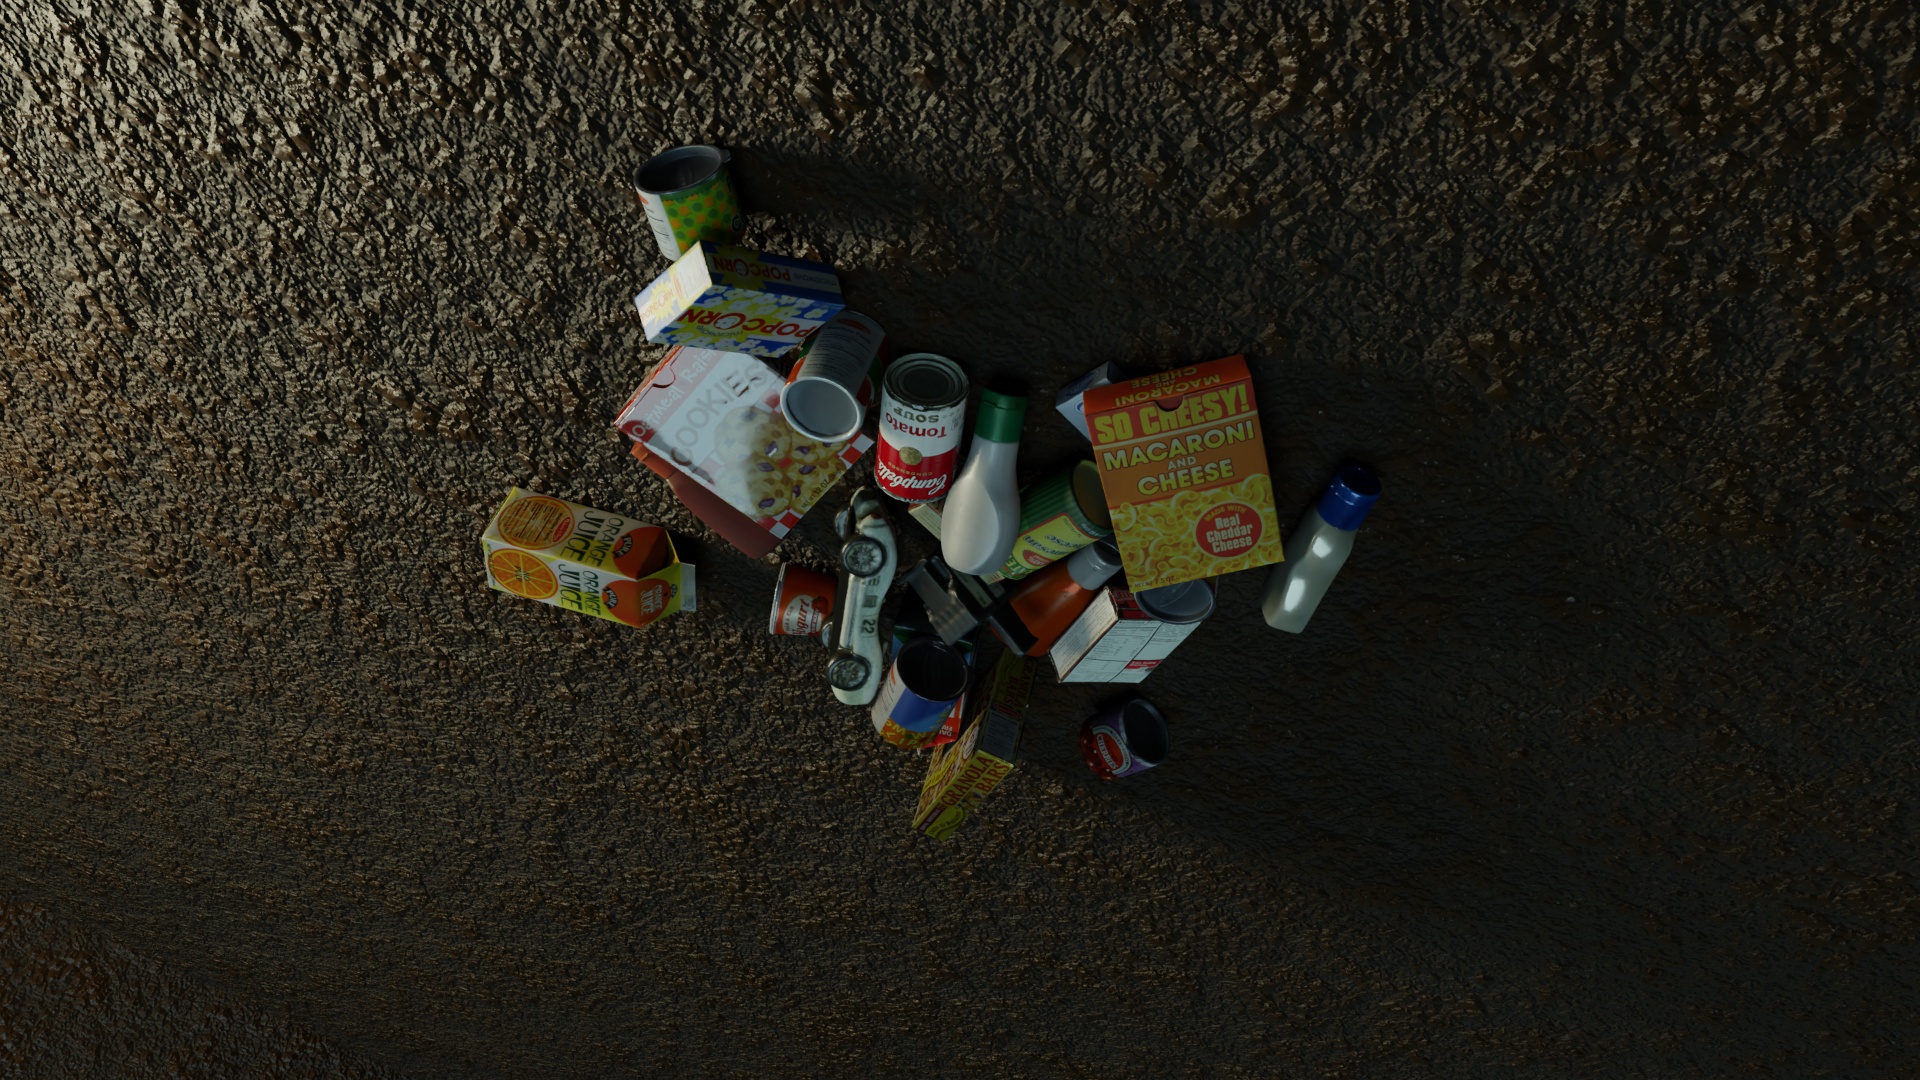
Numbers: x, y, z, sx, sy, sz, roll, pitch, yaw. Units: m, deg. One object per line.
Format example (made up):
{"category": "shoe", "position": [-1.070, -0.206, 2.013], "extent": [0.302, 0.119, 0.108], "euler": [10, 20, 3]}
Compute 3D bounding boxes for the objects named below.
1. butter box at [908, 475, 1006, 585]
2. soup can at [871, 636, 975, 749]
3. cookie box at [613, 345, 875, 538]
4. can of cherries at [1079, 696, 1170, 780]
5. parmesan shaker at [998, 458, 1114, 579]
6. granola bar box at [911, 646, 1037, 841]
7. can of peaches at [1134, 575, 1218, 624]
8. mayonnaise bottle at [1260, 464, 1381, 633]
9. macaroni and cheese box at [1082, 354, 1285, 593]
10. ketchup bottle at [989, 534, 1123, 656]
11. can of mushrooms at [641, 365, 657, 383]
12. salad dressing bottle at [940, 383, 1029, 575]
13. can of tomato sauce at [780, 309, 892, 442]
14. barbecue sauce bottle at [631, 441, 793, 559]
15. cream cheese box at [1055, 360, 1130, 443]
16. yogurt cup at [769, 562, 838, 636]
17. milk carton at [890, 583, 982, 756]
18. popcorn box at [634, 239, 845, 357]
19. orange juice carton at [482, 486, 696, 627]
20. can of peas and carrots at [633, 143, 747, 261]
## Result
{"category": "butter box", "position": [0.004, -0.015, 1.166], "extent": [0.024, 0.053, 0.103], "euler": [-26, 122, 39]}
{"category": "soup can", "position": [-0.033, 0.135, 1.217], "extent": [0.071, 0.072, 0.083], "euler": [22, 137, -5]}
{"category": "cookie box", "position": [-0.171, -0.094, 1.117], "extent": [0.167, 0.040, 0.122], "euler": [36, 114, -23]}
{"category": "can of cherries", "position": [0.154, 0.189, 1.314], "extent": [0.071, 0.072, 0.058], "euler": [40, 134, -23]}
{"category": "parmesan shaker", "position": [0.071, -0.018, 1.128], "extent": [0.102, 0.072, 0.071], "euler": [-28, 121, 38]}
{"category": "granola bar box", "position": [0.014, 0.196, 1.328], "extent": [0.039, 0.125, 0.164], "euler": [25, 137, -9]}
{"category": "can of peaches", "position": [0.179, 0.025, 1.146], "extent": [0.071, 0.058, 0.070], "euler": [10, 137, 9]}
{"category": "mayonnaise bottle", "position": [0.282, 0.005, 1.090], "extent": [0.041, 0.065, 0.147], "euler": [17, 134, -3]}
{"category": "macaroni and cheese box", "position": [0.170, -0.047, 1.049], "extent": [0.124, 0.040, 0.165], "euler": [-13, 123, 9]}
{"category": "ketchup bottle", "position": [0.087, 0.046, 1.208], "extent": [0.065, 0.044, 0.148], "euler": [29, 136, -15]}
{"category": "can of mushrooms", "position": [-0.239, -0.114, 1.158], "extent": [0.071, 0.034, 0.070], "euler": [9, 137, 9]}
{"category": "salad dressing bottle", "position": [0.022, -0.048, 1.090], "extent": [0.064, 0.044, 0.147], "euler": [24, 113, 32]}
{"category": "can of tomato sauce", "position": [-0.095, -0.124, 1.062], "extent": [0.071, 0.083, 0.070], "euler": [9, 136, 9]}
{"category": "barbecue sauce bottle", "position": [-0.217, -0.046, 1.214], "extent": [0.148, 0.044, 0.064], "euler": [39, 133, -21]}
{"category": "cream cheese box", "position": [0.127, -0.088, 1.070], "extent": [0.053, 0.024, 0.103], "euler": [-30, 120, 37]}
{"category": "yogurt cup", "position": [-0.144, 0.057, 1.283], "extent": [0.054, 0.073, 0.072], "euler": [10, 137, -4]}
{"category": "milk carton", "position": [-0.025, 0.122, 1.302], "extent": [0.073, 0.073, 0.189], "euler": [13, 137, 5]}
{"category": "popcorn box", "position": [-0.159, -0.174, 1.014], "extent": [0.085, 0.038, 0.127], "euler": [-28, 161, 39]}
{"category": "orange juice carton", "position": [-0.340, 0.021, 1.301], "extent": [0.193, 0.073, 0.071], "euler": [15, 137, 2]}
{"category": "can of peas and carrots", "position": [-0.189, -0.241, 0.987], "extent": [0.071, 0.071, 0.058], "euler": [2, 136, 17]}
